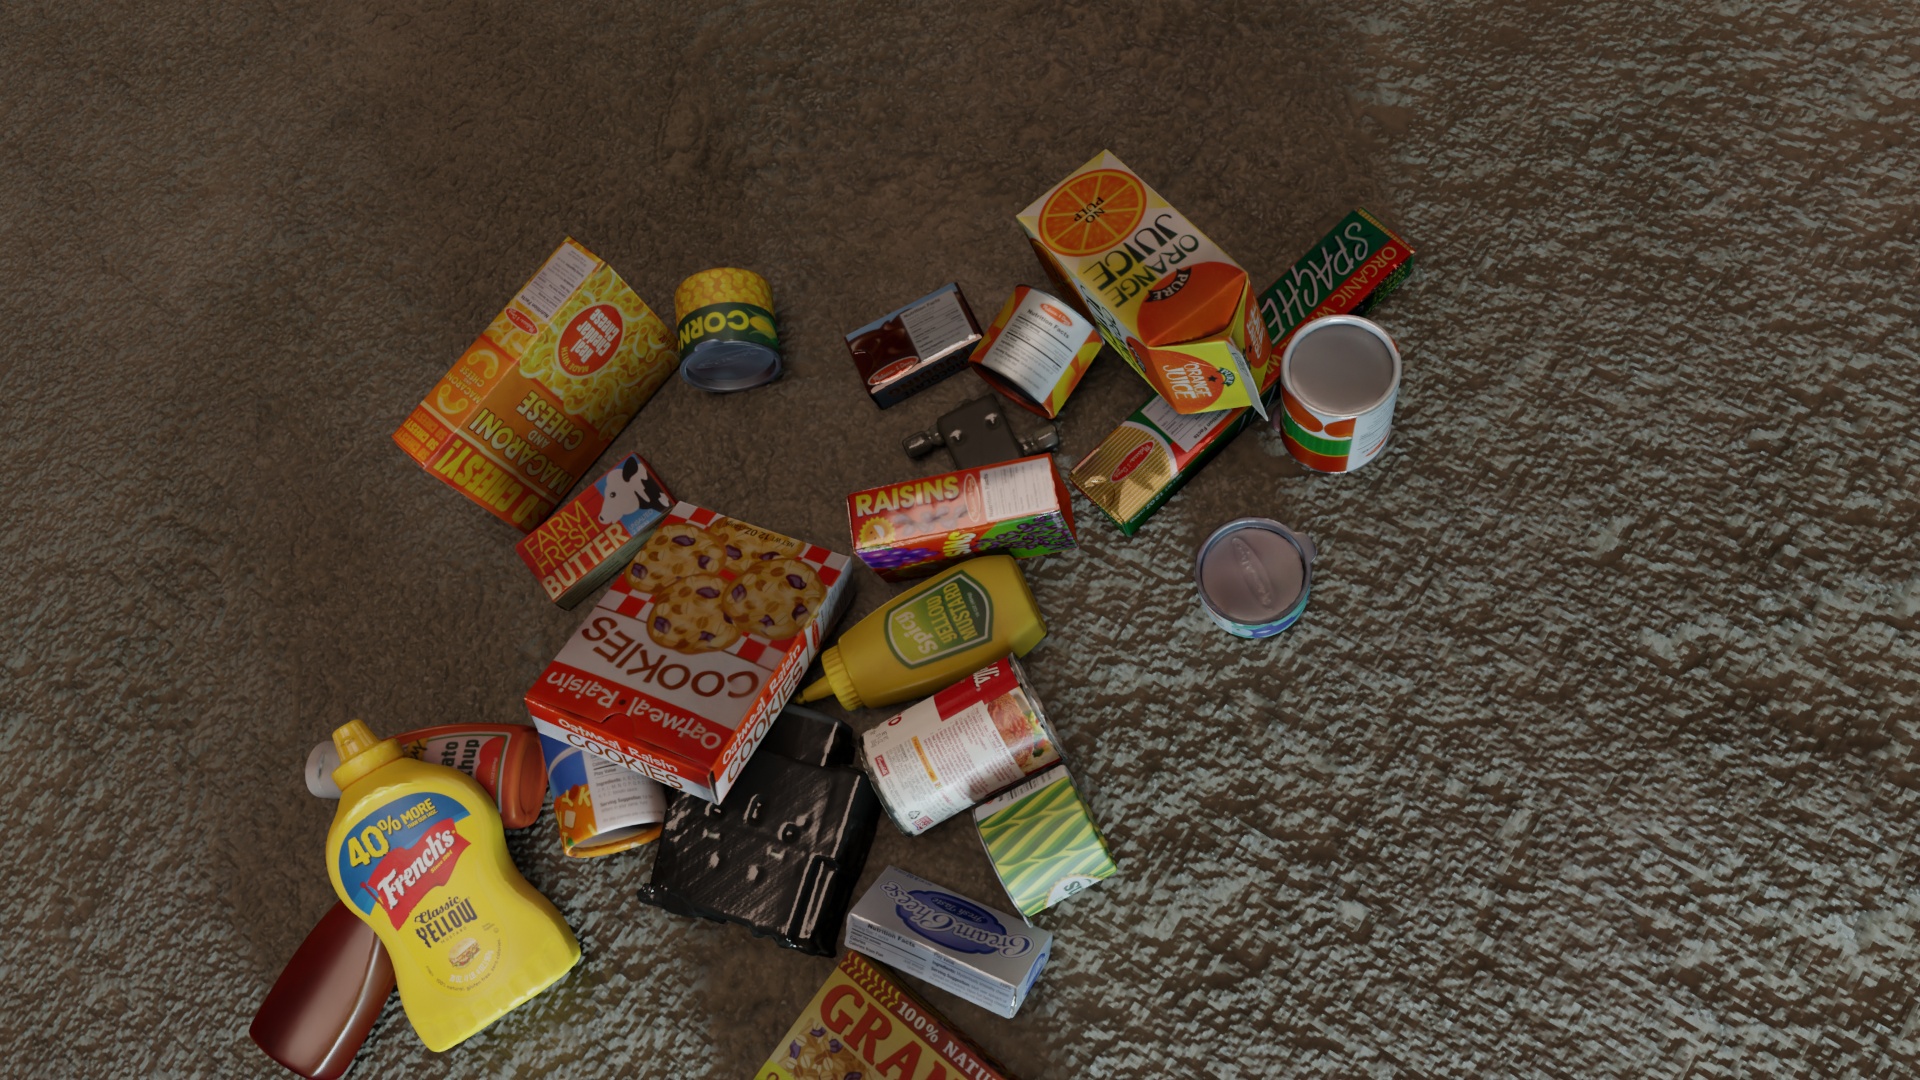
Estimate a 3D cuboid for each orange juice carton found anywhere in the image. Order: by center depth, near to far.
[{"bbox_3d":[0.120,-0.146,0.834,0.073,0.071,0.193,-37,53,1],"label":"orange juice carton"}]

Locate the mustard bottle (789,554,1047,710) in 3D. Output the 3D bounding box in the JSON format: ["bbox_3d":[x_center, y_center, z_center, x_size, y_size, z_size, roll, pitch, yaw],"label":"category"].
[{"bbox_3d":[-0.030,0.065,0.829,0.160,0.048,0.065,-26,66,3],"label":"mustard bottle"}]

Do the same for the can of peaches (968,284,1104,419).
[{"bbox_3d":[0.047,-0.117,0.868,0.071,0.071,0.058,32,86,21],"label":"can of peaches"}]

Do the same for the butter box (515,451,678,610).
[{"bbox_3d":[-0.237,-0.006,0.914,0.103,0.024,0.053,-39,68,-3],"label":"butter box"}]

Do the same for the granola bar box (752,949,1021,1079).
[{"bbox_3d":[-0.029,0.321,0.744,0.166,0.039,0.124,34,82,21],"label":"granola bar box"}]

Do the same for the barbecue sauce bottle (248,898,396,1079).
[{"bbox_3d":[-0.364,0.245,0.844,0.065,0.043,0.149,24,77,22],"label":"barbecue sauce bottle"}]

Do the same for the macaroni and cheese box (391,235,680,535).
[{"bbox_3d":[-0.267,-0.096,0.900,0.040,0.123,0.166,36,82,24],"label":"macaroni and cheese box"}]

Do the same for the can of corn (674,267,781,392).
[{"bbox_3d":[-0.155,-0.140,0.919,0.071,0.071,0.058,-13,68,8],"label":"can of corn"}]

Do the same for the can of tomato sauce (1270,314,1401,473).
[{"bbox_3d":[0.218,-0.085,0.809,0.071,0.083,0.071,-4,71,11],"label":"can of tomato sauce"}]

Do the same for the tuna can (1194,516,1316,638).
[{"bbox_3d":[0.173,0.021,0.808,0.071,0.032,0.071,-4,70,11],"label":"tuna can"}]

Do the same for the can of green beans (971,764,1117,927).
[{"bbox_3d":[0.047,0.166,0.767,0.058,0.071,0.071,-27,68,2],"label":"can of green beans"}]

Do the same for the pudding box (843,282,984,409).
[{"bbox_3d":[-0.028,-0.128,0.908,0.084,0.030,0.050,-26,69,3],"label":"pudding box"}]

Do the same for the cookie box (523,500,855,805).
[{"bbox_3d":[-0.155,0.060,0.818,0.123,0.040,0.168,18,50,16],"label":"cookie box"}]

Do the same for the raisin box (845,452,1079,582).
[{"bbox_3d":[0.003,-0.010,0.829,0.123,0.086,0.040,-11,74,9],"label":"raisin box"}]

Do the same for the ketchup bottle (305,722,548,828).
[{"bbox_3d":[-0.335,0.146,0.872,0.149,0.043,0.065,0,74,13],"label":"ketchup bottle"}]

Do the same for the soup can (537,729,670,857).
[{"bbox_3d":[-0.215,0.141,0.837,0.071,0.071,0.084,-21,69,5],"label":"soup can"}]

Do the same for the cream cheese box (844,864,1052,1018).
[{"bbox_3d":[-0.007,0.220,0.767,0.104,0.053,0.024,18,116,18],"label":"cream cheese box"}]

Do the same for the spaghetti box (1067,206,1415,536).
[{"bbox_3d":[0.174,-0.104,0.855,0.250,0.028,0.050,-43,68,-4],"label":"spaghetti box"}]
